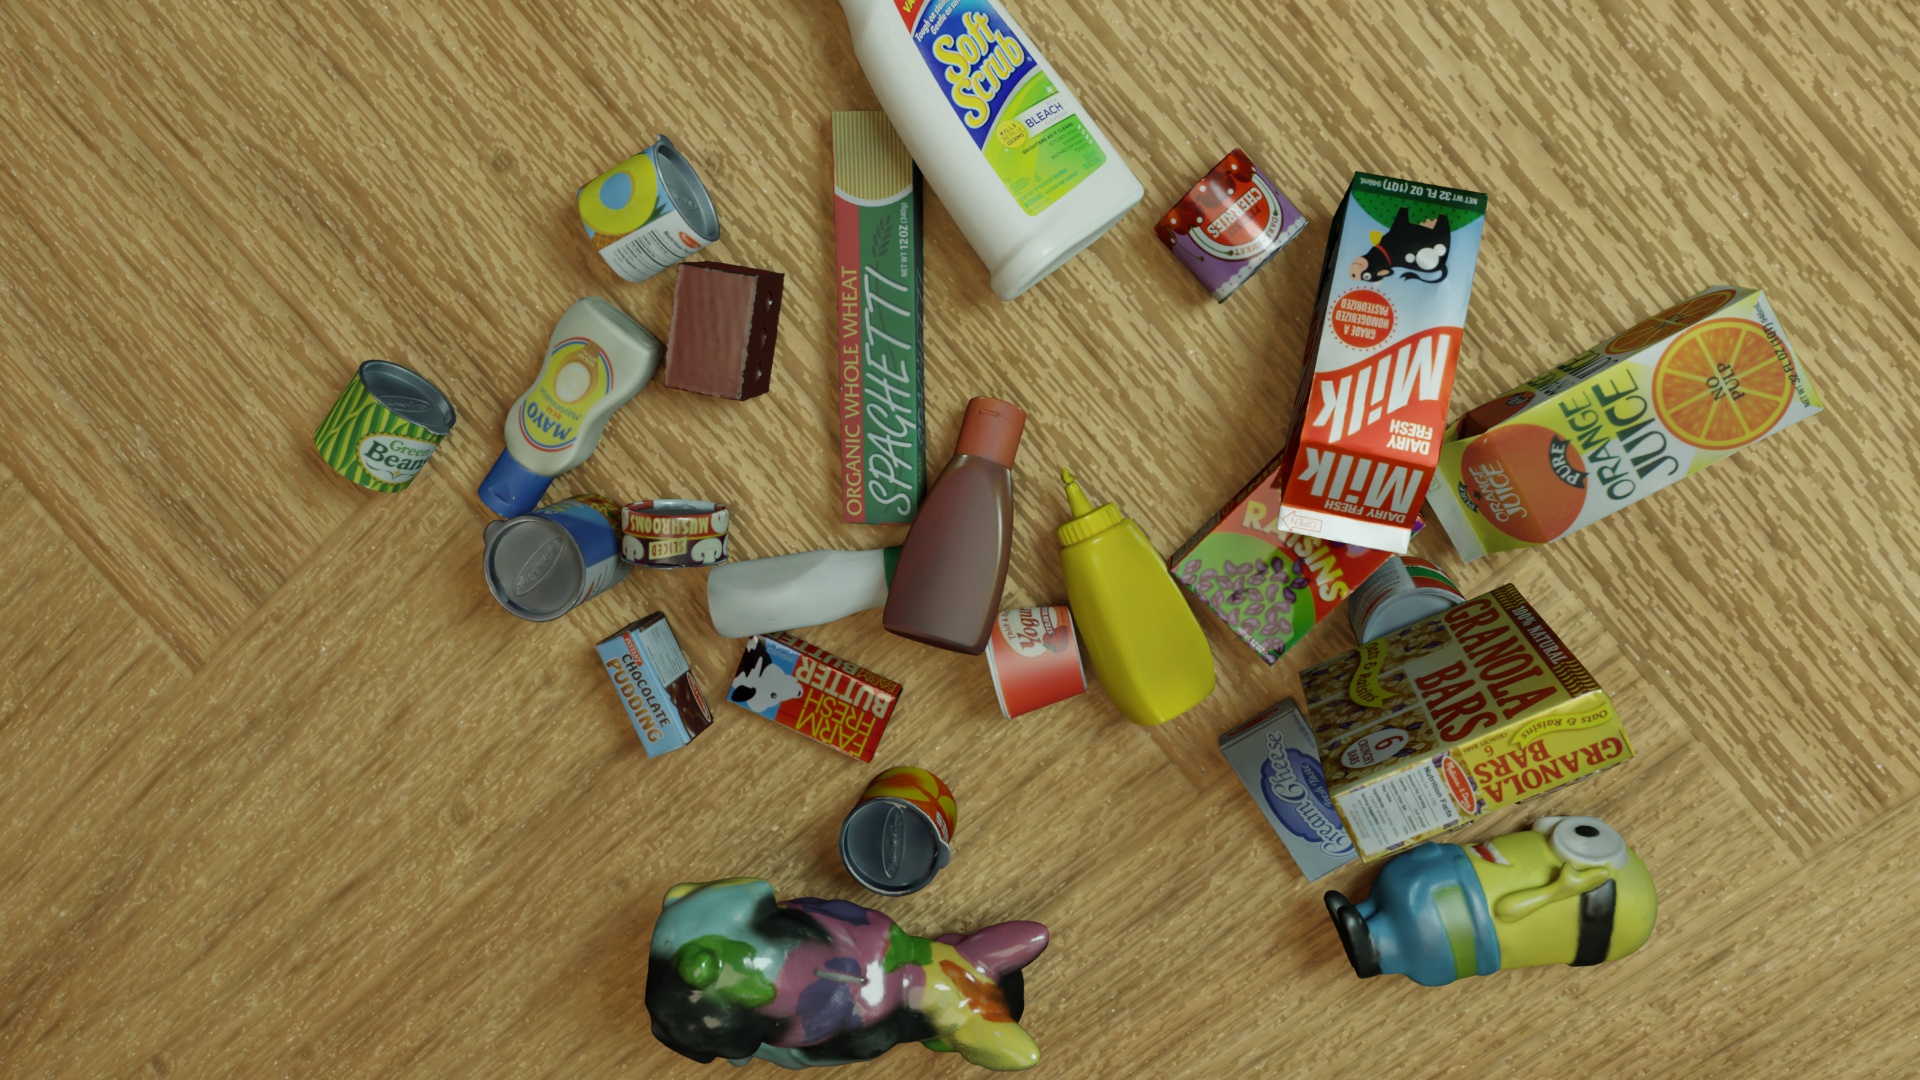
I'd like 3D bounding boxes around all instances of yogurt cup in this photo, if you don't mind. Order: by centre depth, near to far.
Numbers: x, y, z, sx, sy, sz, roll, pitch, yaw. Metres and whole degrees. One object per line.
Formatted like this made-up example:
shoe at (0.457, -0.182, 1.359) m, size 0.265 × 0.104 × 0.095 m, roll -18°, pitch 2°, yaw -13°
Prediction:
yogurt cup at (0.046, 0.071, 0.845) m, size 0.054 × 0.072 × 0.072 m, roll -13°, pitch 99°, yaw 4°

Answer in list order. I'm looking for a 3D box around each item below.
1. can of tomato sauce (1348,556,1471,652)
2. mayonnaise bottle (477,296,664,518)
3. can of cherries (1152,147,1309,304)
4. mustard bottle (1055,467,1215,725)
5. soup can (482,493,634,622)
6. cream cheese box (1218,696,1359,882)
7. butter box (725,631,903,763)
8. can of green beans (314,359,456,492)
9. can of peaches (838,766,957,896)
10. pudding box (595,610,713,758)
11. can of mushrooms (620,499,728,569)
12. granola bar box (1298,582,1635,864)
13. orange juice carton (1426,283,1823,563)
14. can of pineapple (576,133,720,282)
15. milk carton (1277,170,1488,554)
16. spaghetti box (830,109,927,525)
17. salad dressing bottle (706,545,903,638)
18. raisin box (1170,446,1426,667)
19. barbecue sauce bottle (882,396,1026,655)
can of tomato sauce at (0.260, 0.050, 0.792) m, size 0.071 × 0.083 × 0.071 m, roll 2°, pitch 102°, yaw 10°
mayonnaise bottle at (-0.252, -0.079, 0.878) m, size 0.065 × 0.041 × 0.147 m, roll 38°, pitch 104°, yaw -1°
can of cherries at (0.150, -0.175, 0.772) m, size 0.071 × 0.072 × 0.058 m, roll -42°, pitch 92°, yaw 15°
mustard bottle at (0.095, 0.029, 0.830) m, size 0.065 × 0.048 × 0.160 m, roll -26°, pitch 92°, yaw -29°
soup can at (-0.251, 0.007, 0.873) m, size 0.071 × 0.084 × 0.071 m, roll 2°, pitch 102°, yaw 10°
cream cheese box at (0.209, 0.153, 0.852) m, size 0.053 × 0.024 × 0.103 m, roll -33°, pitch 94°, yaw 15°
butter box at (-0.094, 0.098, 0.895) m, size 0.103 × 0.024 × 0.053 m, roll 24°, pitch 105°, yaw 5°
can of green beans at (-0.367, -0.072, 0.887) m, size 0.071 × 0.071 × 0.057 m, roll 41°, pitch 106°, yaw 0°
can of peaches at (-0.036, 0.184, 0.885) m, size 0.071 × 0.058 × 0.071 m, roll 2°, pitch 101°, yaw 9°
pudding box at (-0.197, 0.093, 0.899) m, size 0.030 × 0.050 × 0.083 m, roll -23°, pitch 97°, yaw 15°
can of mushrooms at (-0.178, -0.004, 0.865) m, size 0.071 × 0.071 × 0.033 m, roll 5°, pitch 101°, yaw 9°
granola bar box at (0.235, 0.083, 0.673) m, size 0.124 × 0.166 × 0.039 m, roll -26°, pitch 99°, yaw 14°
orange juice carton at (0.348, -0.060, 0.760) m, size 0.192 × 0.073 × 0.071 m, roll -29°, pitch 96°, yaw 15°
can of pineapple at (-0.186, -0.197, 0.831) m, size 0.058 × 0.071 × 0.071 m, roll -25°, pitch 96°, yaw 14°
milk carton at (0.222, -0.091, 0.746) m, size 0.072 × 0.073 × 0.190 m, roll 11°, pitch 84°, yaw 7°
spaghetti box at (-0.048, -0.131, 0.838) m, size 0.050 × 0.029 × 0.249 m, roll 1°, pitch 101°, yaw 11°
salad dressing bottle at (-0.080, 0.028, 0.861) m, size 0.148 × 0.064 × 0.043 m, roll -8°, pitch 109°, yaw 4°
raisin box at (0.197, 0.001, 0.816) m, size 0.086 × 0.040 × 0.123 m, roll 44°, pitch 106°, yaw 0°
barbecue sauce bottle at (0.003, -0.010, 0.820) m, size 0.065 × 0.043 × 0.149 m, roll 13°, pitch 80°, yaw 13°
